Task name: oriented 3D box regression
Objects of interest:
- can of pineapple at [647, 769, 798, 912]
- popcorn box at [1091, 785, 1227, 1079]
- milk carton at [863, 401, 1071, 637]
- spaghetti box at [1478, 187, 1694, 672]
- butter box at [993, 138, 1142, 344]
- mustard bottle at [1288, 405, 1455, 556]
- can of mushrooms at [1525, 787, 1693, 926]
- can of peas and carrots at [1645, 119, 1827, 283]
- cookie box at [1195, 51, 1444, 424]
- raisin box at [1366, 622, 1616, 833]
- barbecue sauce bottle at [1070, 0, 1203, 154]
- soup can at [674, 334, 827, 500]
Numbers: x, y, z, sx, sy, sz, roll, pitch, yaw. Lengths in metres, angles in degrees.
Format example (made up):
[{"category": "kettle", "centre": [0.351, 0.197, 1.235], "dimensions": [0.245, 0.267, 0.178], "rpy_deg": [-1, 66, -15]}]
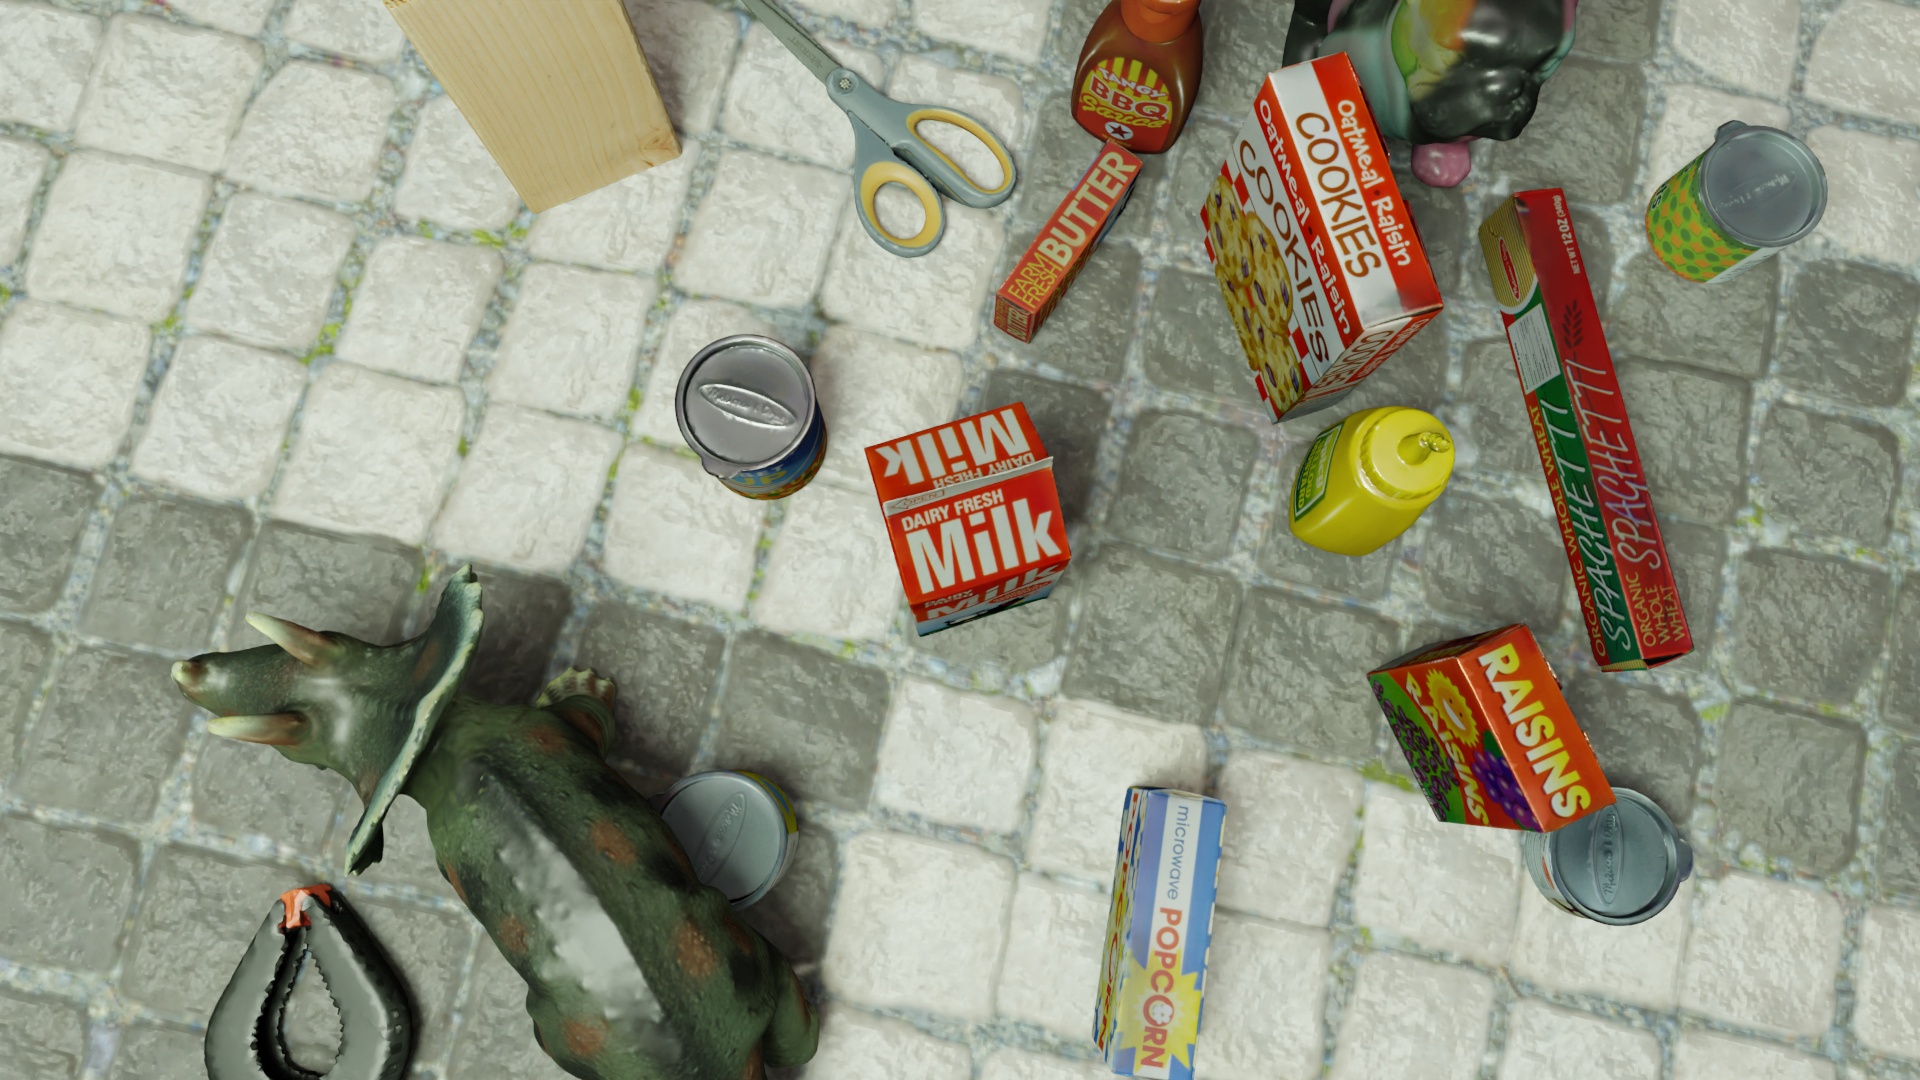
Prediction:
[{"category": "can of pineapple", "centre": [-0.114, 0.142, 0.668], "dimensions": [0.071, 0.057, 0.071], "rpy_deg": [0, 80, -1]}, {"category": "popcorn box", "centre": [0.092, 0.181, 0.652], "dimensions": [0.038, 0.085, 0.127], "rpy_deg": [9, 80, 0]}, {"category": "milk carton", "centre": [0.002, -0.008, 0.629], "dimensions": [0.072, 0.190, 0.073], "rpy_deg": [-17, 81, -4]}, {"category": "spaghetti box", "centre": [0.320, -0.056, 0.716], "dimensions": [0.029, 0.050, 0.250], "rpy_deg": [-11, 81, -3]}, {"category": "butter box", "centre": [0.055, -0.154, 0.726], "dimensions": [0.024, 0.053, 0.103], "rpy_deg": [35, 81, 4]}, {"category": "mustard bottle", "centre": [0.196, -0.033, 0.654], "dimensions": [0.049, 0.160, 0.065], "rpy_deg": [16, 81, 1]}, {"category": "can of mushrooms", "centre": [0.320, 0.156, 0.688], "dimensions": [0.071, 0.033, 0.071], "rpy_deg": [0, 80, -1]}, {"category": "can of peas and carrots", "centre": [0.407, -0.178, 0.735], "dimensions": [0.071, 0.058, 0.071], "rpy_deg": [0, 80, -1]}, {"category": "cookie box", "centre": [0.166, -0.137, 0.667], "dimensions": [0.040, 0.167, 0.123], "rpy_deg": [-17, 81, -4]}, {"category": "raisin box", "centre": [0.245, 0.089, 0.652], "dimensions": [0.040, 0.123, 0.086], "rpy_deg": [-23, 82, -5]}, {"category": "barbecue sauce bottle", "centre": [0.093, -0.246, 0.694], "dimensions": [0.065, 0.148, 0.044], "rpy_deg": [22, 81, 2]}, {"category": "soup can", "centre": [-0.103, -0.056, 0.689], "dimensions": [0.071, 0.083, 0.071], "rpy_deg": [0, 81, -1]}]
